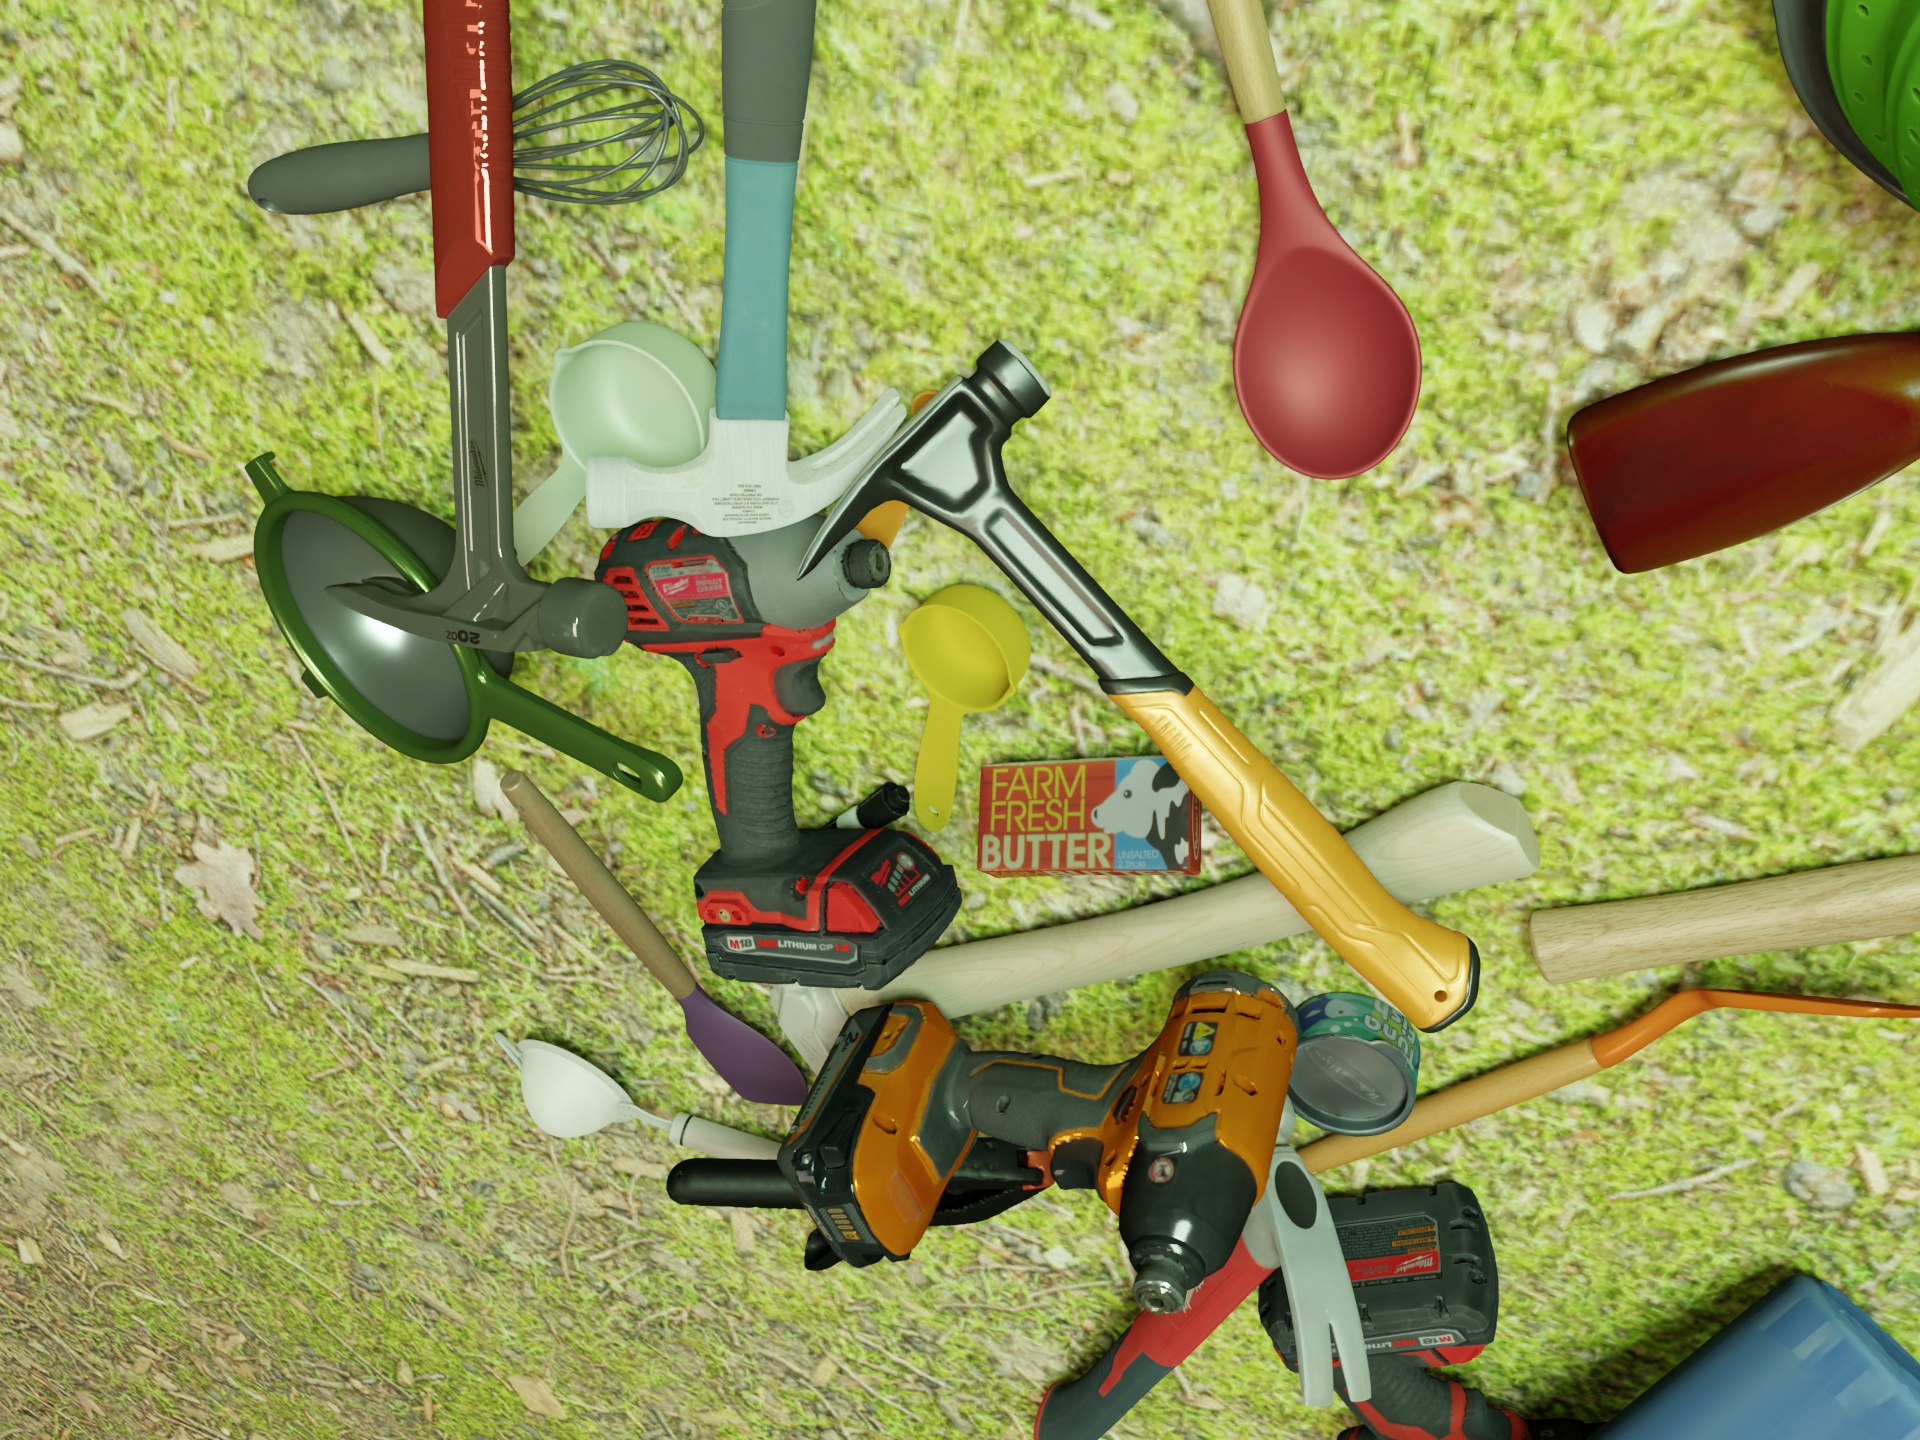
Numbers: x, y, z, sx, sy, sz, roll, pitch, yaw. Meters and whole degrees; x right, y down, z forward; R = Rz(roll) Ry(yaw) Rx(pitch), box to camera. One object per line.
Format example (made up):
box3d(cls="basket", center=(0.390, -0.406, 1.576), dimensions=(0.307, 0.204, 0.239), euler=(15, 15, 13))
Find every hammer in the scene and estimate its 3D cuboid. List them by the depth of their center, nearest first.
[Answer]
box3d(cls="hammer", center=(-0.075, -0.224, 0.593), dimensions=(0.128, 0.033, 0.330), euler=(0, 120, -13))
box3d(cls="hammer", center=(-0.195, -0.206, 0.613), dimensions=(0.149, 0.036, 0.359), euler=(12, 109, 28))
box3d(cls="hammer", center=(0.391, 0.062, 0.617), dimensions=(0.331, 0.031, 0.130), euler=(-14, 116, 30))
box3d(cls="hammer", center=(0.087, 0.008, 0.657), dimensions=(0.127, 0.034, 0.337), euler=(-44, 96, 6))
box3d(cls="hammer", center=(0.080, 0.117, 0.781), dimensions=(0.410, 0.038, 0.146), euler=(-20, 114, 32))
box3d(cls="hammer", center=(0.110, 0.348, 0.855), dimensions=(0.038, 0.143, 0.386), euler=(2, 141, -16))

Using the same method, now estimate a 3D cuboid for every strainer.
box3d(cls="strainer", center=(-0.224, -0.036, 0.764), dimensions=(0.256, 0.069, 0.151), euler=(25, 136, 19))
box3d(cls="strainer", center=(-0.180, 0.250, 0.978), dimensions=(0.258, 0.050, 0.086), euler=(15, 142, 9))

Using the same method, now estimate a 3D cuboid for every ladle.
box3d(cls="ladle", center=(0.096, -0.232, 0.545), dimensions=(0.069, 0.031, 0.315), euler=(-10, 116, 25))

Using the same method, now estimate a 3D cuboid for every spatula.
box3d(cls="spatula", center=(0.275, 0.169, 0.728), dimensions=(0.081, 0.041, 0.322), euler=(9, 147, -40))
box3d(cls="spatula", center=(-0.157, 0.129, 0.849), dimensions=(0.060, 0.018, 0.315), euler=(-3, 139, 24))

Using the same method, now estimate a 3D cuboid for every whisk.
box3d(cls="whisk", center=(-0.210, -0.234, 0.662), dimensions=(0.239, 0.055, 0.055), euler=(2, 123, 27))

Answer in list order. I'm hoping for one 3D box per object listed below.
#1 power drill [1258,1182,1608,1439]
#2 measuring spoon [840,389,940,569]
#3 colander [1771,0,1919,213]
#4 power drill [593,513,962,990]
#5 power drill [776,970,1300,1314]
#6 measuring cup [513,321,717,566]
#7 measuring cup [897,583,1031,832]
box3d(cls="power drill", center=(0.268, 0.349, 0.835), dimensions=(0.188, 0.080, 0.226), euler=(-15, 119, 22))
box3d(cls="measuring spoon", center=(-0.030, -0.100, 0.699), dimensions=(0.021, 0.011, 0.116), euler=(31, 132, -1))
box3d(cls="colander", center=(0.387, -0.134, 0.412), dimensions=(0.397, 0.094, 0.204), euler=(25, 156, -7))
box3d(cls="power drill", center=(-0.077, 0.009, 0.734), dimensions=(0.143, 0.078, 0.219), euler=(-2, 111, 30))
box3d(cls="power drill", center=(0.034, 0.196, 0.730), dimensions=(0.226, 0.164, 0.084), euler=(-10, 121, 29))
box3d(cls="measuring cup", center=(-0.166, -0.118, 0.726), dimensions=(0.083, 0.038, 0.167), euler=(46, 132, -11))
box3d(cls="measuring cup", center=(-0.001, -0.002, 0.746), dimensions=(0.062, 0.029, 0.156), euler=(29, 142, 16))
